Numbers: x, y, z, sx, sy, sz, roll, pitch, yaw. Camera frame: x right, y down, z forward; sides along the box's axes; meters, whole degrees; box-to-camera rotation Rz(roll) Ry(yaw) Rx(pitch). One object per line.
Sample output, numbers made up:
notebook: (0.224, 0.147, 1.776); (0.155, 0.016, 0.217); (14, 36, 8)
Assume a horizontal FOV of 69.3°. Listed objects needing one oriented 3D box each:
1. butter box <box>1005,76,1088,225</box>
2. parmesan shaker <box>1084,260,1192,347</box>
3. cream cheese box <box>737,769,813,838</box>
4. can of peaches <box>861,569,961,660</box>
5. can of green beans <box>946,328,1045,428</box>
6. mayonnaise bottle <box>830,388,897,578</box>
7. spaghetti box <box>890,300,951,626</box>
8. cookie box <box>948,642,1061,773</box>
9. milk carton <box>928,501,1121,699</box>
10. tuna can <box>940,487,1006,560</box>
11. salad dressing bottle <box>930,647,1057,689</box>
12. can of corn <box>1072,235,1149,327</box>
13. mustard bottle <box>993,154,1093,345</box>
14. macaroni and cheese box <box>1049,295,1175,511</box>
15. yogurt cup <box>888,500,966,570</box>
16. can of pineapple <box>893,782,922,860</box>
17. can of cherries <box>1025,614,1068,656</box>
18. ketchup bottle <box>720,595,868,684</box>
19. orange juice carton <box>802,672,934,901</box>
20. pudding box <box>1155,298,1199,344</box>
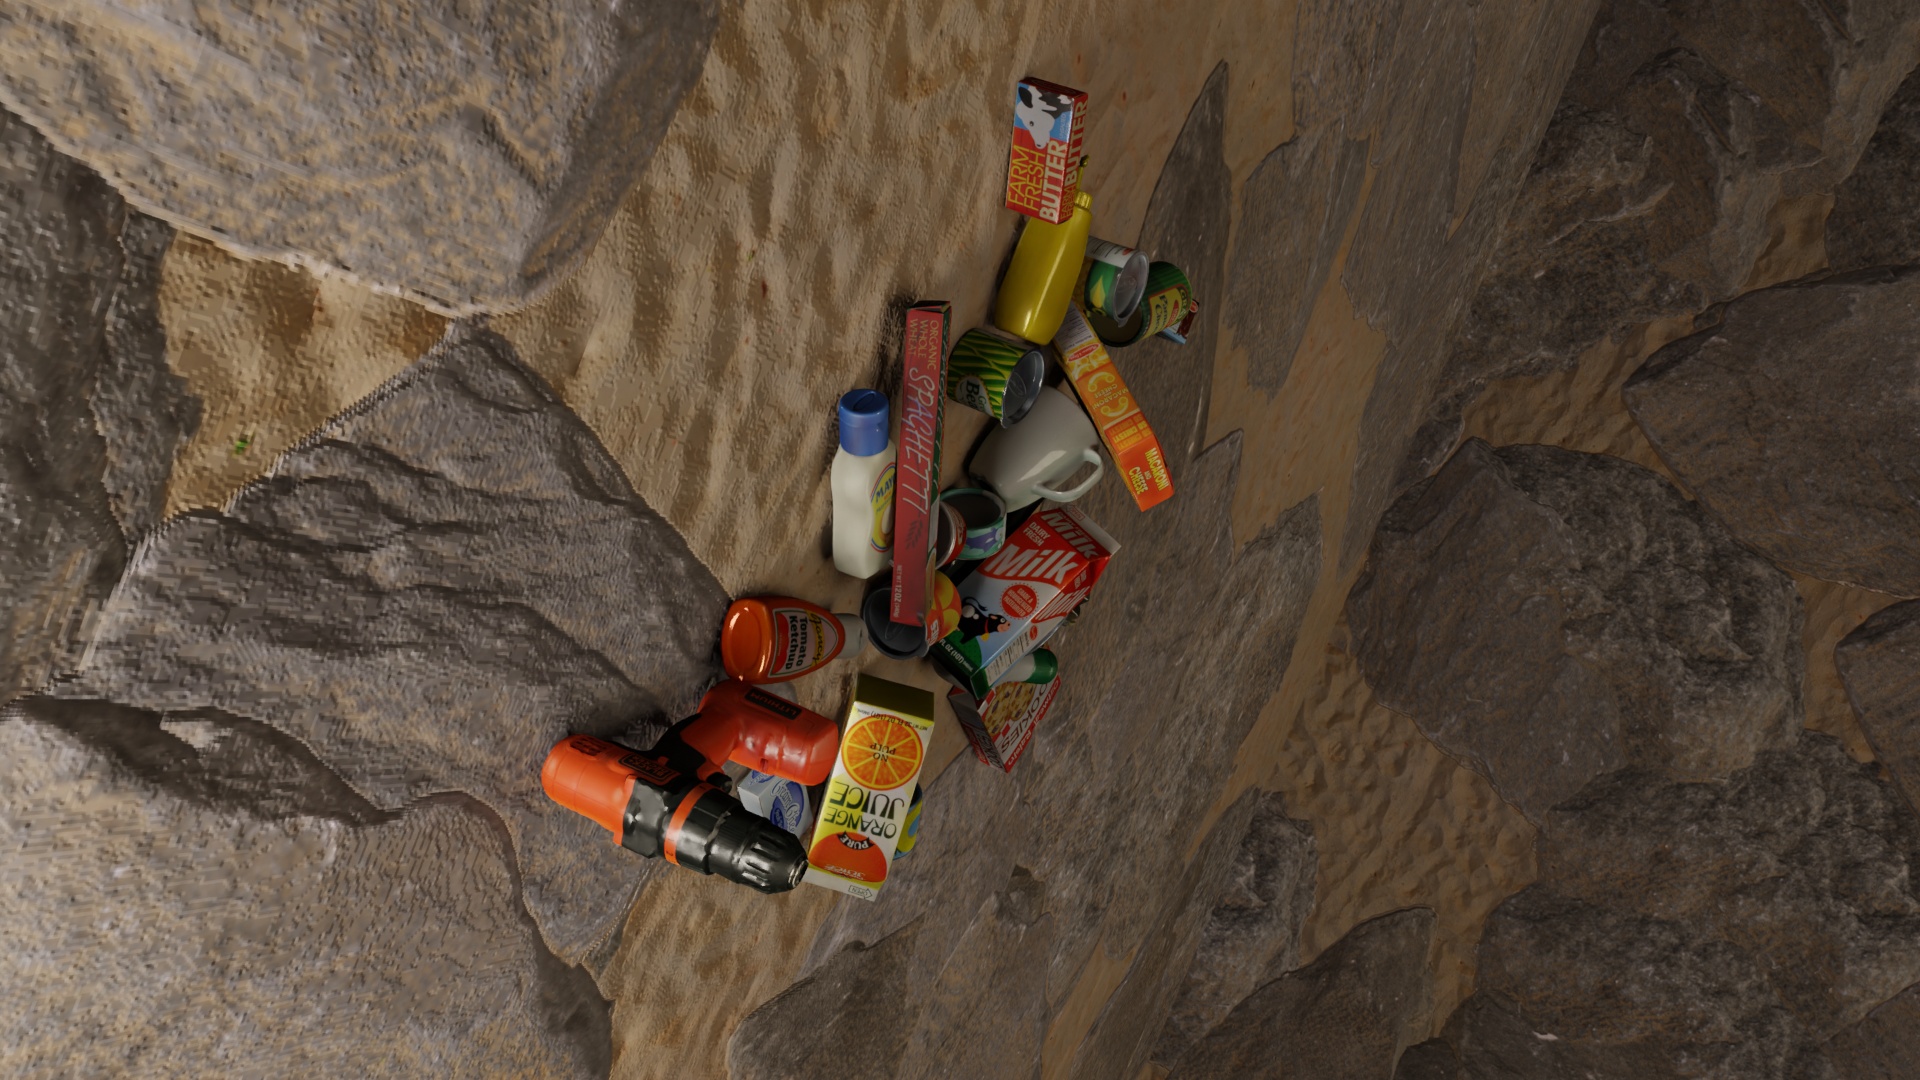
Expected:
butter box: (0.067, -0.305, 1.088); (0.024, 0.053, 0.103); (-36, 141, -44)
parmesan shaker: (0.172, -0.227, 1.347); (0.103, 0.071, 0.071); (-31, 138, -50)
cream cheese box: (-0.151, 0.216, 1.145); (0.053, 0.024, 0.103); (-49, 150, -35)
can of peaches: (-0.039, 0.062, 1.177); (0.058, 0.071, 0.071); (-28, 136, -54)
can of green beans: (0.029, -0.137, 1.153); (0.071, 0.058, 0.071); (-44, 147, -39)
mayonnaise bottle: (-0.072, -0.044, 1.054); (0.065, 0.041, 0.147); (-51, 152, -44)
spaghetti box: (-0.030, -0.060, 1.070); (0.050, 0.029, 0.249); (-64, 159, -73)
cookie box: (0.051, 0.160, 1.473); (0.123, 0.040, 0.166); (-56, 153, -21)
milk carton: (0.056, 0.047, 1.259); (0.191, 0.072, 0.073); (-43, 159, -12)
tuna can: (0.004, -0.015, 1.204); (0.071, 0.071, 0.032); (-41, 144, -43)
salad dressing bottle: (0.036, 0.117, 1.350); (0.044, 0.064, 0.148); (-34, 151, 33)
can of corn: (0.130, -0.236, 1.264); (0.071, 0.058, 0.070); (-44, 147, -39)
mustard bottle: (0.077, -0.246, 1.164); (0.065, 0.049, 0.160); (5, 106, -64)
macaroni and cheese box: (0.133, -0.123, 1.252); (0.040, 0.167, 0.123); (-29, 152, 4)
yogurt cup: (-0.029, -0.006, 1.150); (0.072, 0.072, 0.054); (-69, 163, 7)
can of pineapple: (-0.070, 0.252, 1.286); (0.071, 0.071, 0.057); (-30, 137, -52)
can of cherries: (0.063, 0.066, 1.331); (0.072, 0.058, 0.071); (-39, 159, -18)
ketchup bottle: (-0.122, 0.074, 1.054); (0.149, 0.043, 0.064); (5, 90, -64)
orange juice carton: (-0.082, 0.219, 1.198); (0.073, 0.072, 0.192); (-95, -159, -75)
pudding box: (0.222, -0.241, 1.473); (0.084, 0.030, 0.049); (7, 104, -64)
